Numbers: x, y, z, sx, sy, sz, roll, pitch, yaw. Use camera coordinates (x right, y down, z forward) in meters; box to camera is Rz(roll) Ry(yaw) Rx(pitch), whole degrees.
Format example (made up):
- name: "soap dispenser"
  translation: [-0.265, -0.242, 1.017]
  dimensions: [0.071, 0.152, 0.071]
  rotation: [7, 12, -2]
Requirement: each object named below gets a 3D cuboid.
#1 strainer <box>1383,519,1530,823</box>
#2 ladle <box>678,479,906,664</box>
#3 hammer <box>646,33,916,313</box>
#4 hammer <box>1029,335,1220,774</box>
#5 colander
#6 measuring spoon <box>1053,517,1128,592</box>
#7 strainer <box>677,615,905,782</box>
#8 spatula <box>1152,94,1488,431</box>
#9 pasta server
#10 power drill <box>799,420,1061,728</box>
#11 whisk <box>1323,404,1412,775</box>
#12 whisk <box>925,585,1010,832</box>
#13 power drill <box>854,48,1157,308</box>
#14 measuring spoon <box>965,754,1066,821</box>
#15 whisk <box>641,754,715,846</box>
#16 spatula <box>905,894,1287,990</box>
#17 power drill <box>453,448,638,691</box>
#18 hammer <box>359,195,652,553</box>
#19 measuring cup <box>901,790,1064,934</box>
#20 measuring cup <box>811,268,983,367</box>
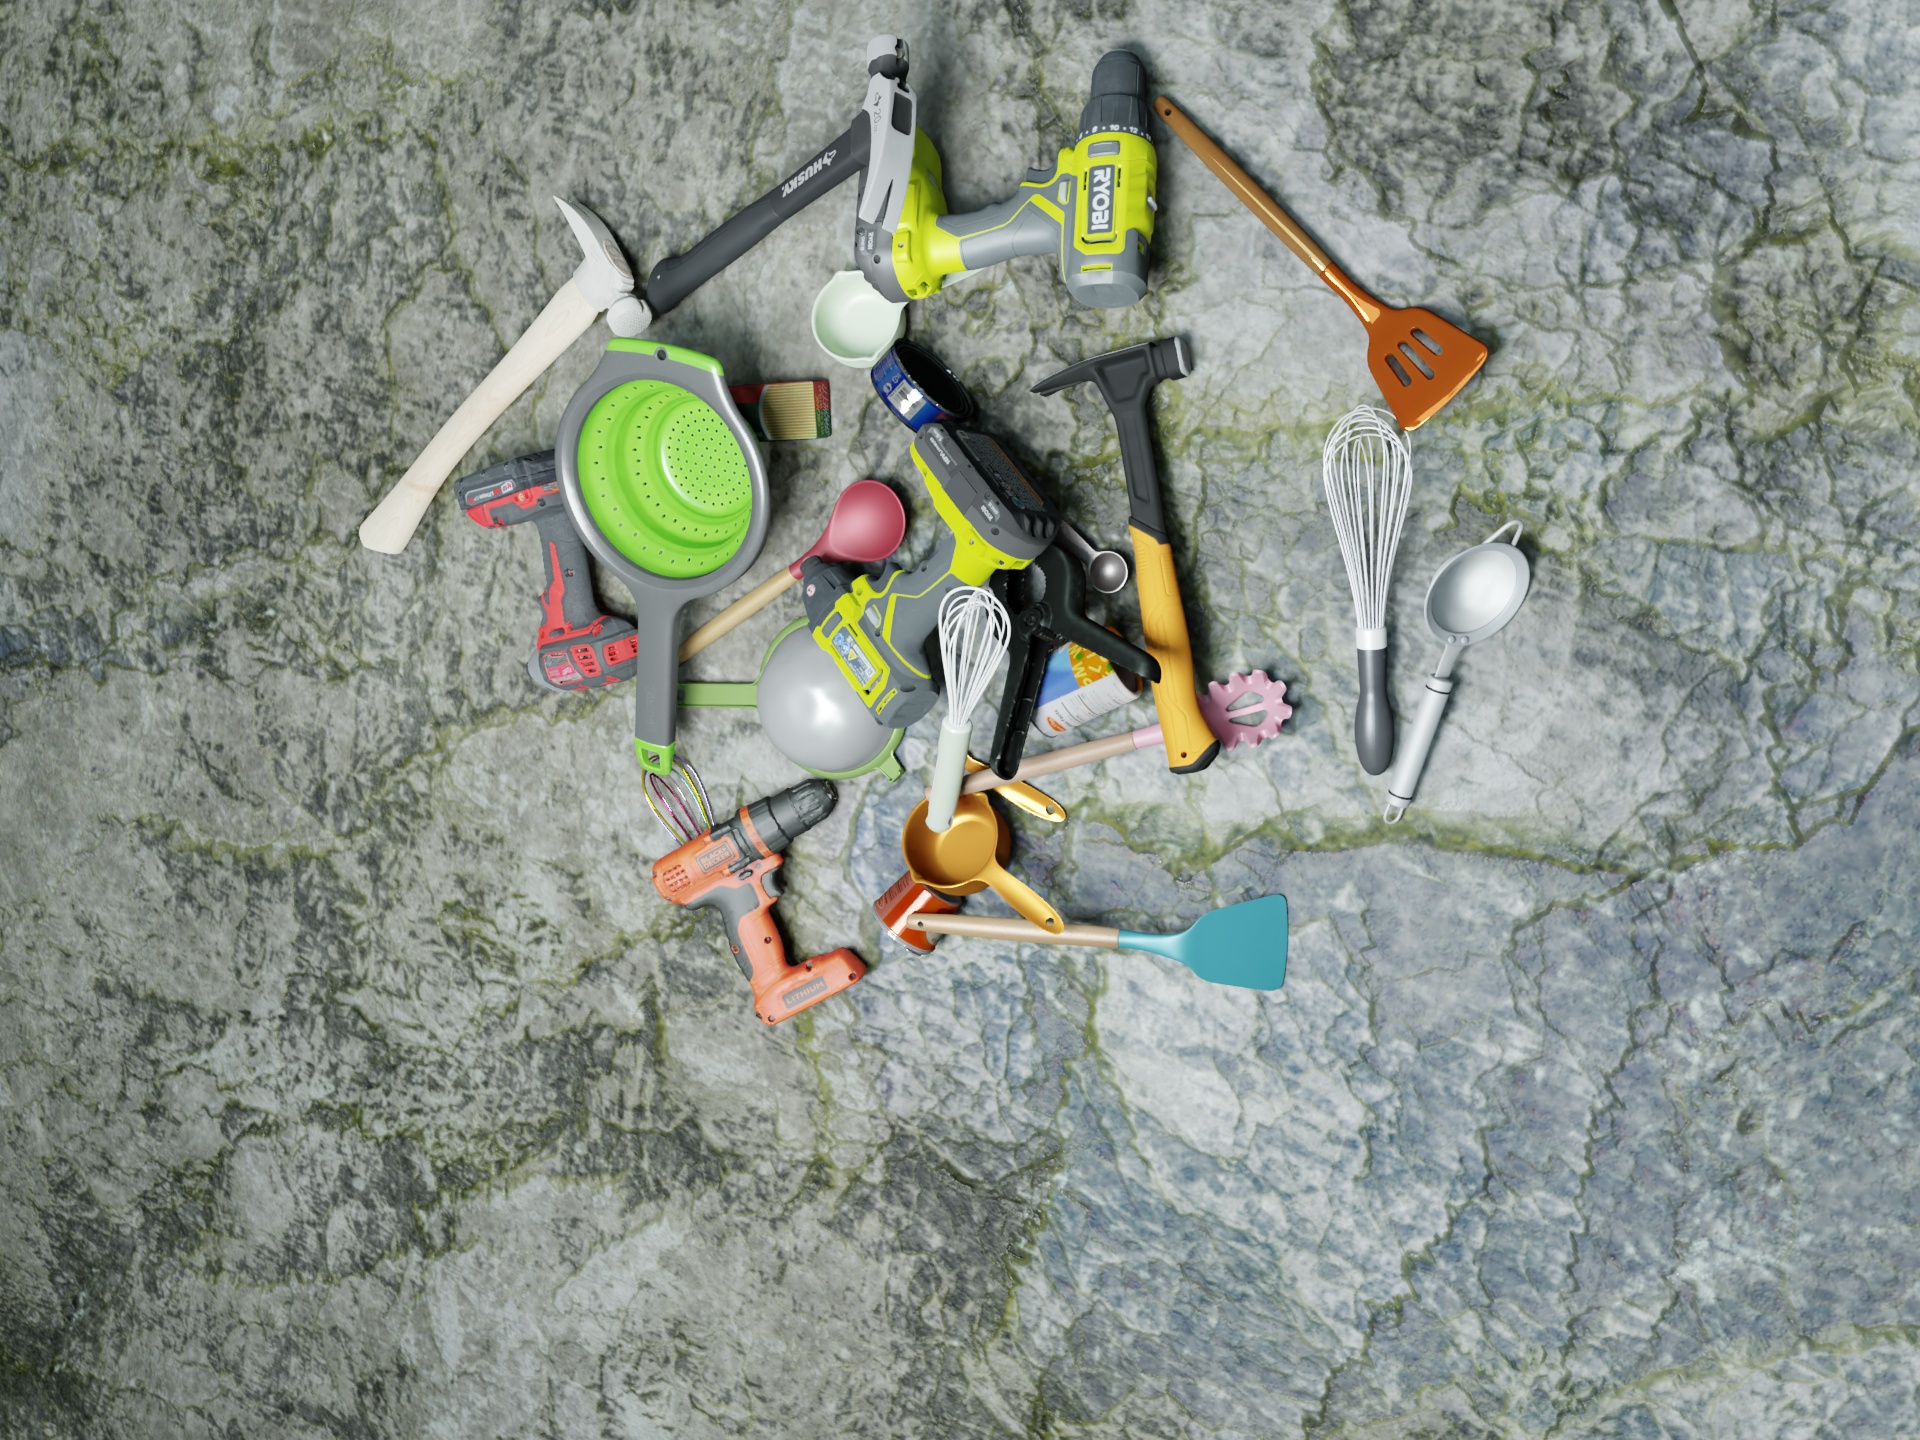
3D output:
- name: "strainer"
  translation: [0.361, -0.036, 1.197]
  dimensions: [0.086, 0.050, 0.258]
  rotation: [4, 114, -22]
- name: "ladle"
  translation: [-0.166, -0.117, 1.417]
  dimensions: [0.315, 0.031, 0.069]
  rotation: [-31, 89, 27]
- name: "hammer"
  translation: [-0.154, -0.407, 1.286]
  dimensions: [0.335, 0.035, 0.146]
  rotation: [-18, 68, 45]
- name: "hammer"
  translation: [0.145, -0.123, 1.250]
  dimensions: [0.127, 0.034, 0.337]
  rotation: [-11, 87, 24]
- name: "colander"
  translation: [-0.245, -0.142, 1.397]
  dimensions: [0.204, 0.094, 0.396]
  rotation: [16, 118, 16]
- name: "measuring spoon"
  translation: [0.091, -0.150, 1.308]
  dimensions: [0.124, 0.018, 0.034]
  rotation: [43, 114, 18]
- name: "strainer"
  translation: [-0.174, -0.017, 1.415]
  dimensions: [0.256, 0.069, 0.151]
  rotation: [1, 101, 22]
- name: "spatula"
  translation: [0.253, -0.353, 1.180]
  dimensions: [0.323, 0.041, 0.081]
  rotation: [48, 115, 9]
- name: "pasta server"
  translation: [0.115, 0.023, 1.296]
  dimensions: [0.316, 0.040, 0.060]
  rotation: [-15, 85, 17]
- name: "power drill"
  translation: [-0.037, -0.127, 1.290]
  dimensions: [0.223, 0.080, 0.171]
  rotation: [-49, 64, 28]
- name: "whisk"
  translation: [0.310, -0.094, 1.200]
  dimensions: [0.070, 0.070, 0.284]
  rotation: [0, 105, 23]
- name: "whisk"
  translation: [-0.002, -0.004, 1.265]
  dimensions: [0.059, 0.058, 0.246]
  rotation: [21, 129, 13]
- name: "power drill"
  translation: [0.041, -0.413, 1.228]
  dimensions: [0.228, 0.080, 0.190]
  rotation: [1, 83, 21]
- name: "measuring spoon"
  translation: [0.041, 0.055, 1.372]
  dimensions: [0.117, 0.011, 0.021]
  rotation: [29, 109, 12]
- name: "whisk"
  translation: [-0.232, 0.142, 1.487]
  dimensions: [0.051, 0.047, 0.245]
  rotation: [-28, 92, 16]
- name: "spatula"
  translation: [0.109, 0.178, 1.325]
  dimensions: [0.317, 0.044, 0.082]
  rotation: [3, 102, 16]
- name: "power drill"
  translation: [-0.380, -0.133, 1.474]
  dimensions: [0.143, 0.078, 0.219]
  rotation: [-9, 102, 41]
- name: "hammer"
  translation: [-0.449, -0.303, 1.490]
  dimensions: [0.410, 0.038, 0.146]
  rotation: [-38, 72, 27]
- name: "measuring cup"
  translation: [0.029, 0.130, 1.343]
  dimensions: [0.174, 0.052, 0.095]
  rotation: [38, 88, 27]
- name: "measuring cup"
  translation: [-0.041, -0.348, 1.316]
  dimensions: [0.167, 0.038, 0.083]
  rotation: [-23, 80, 8]
